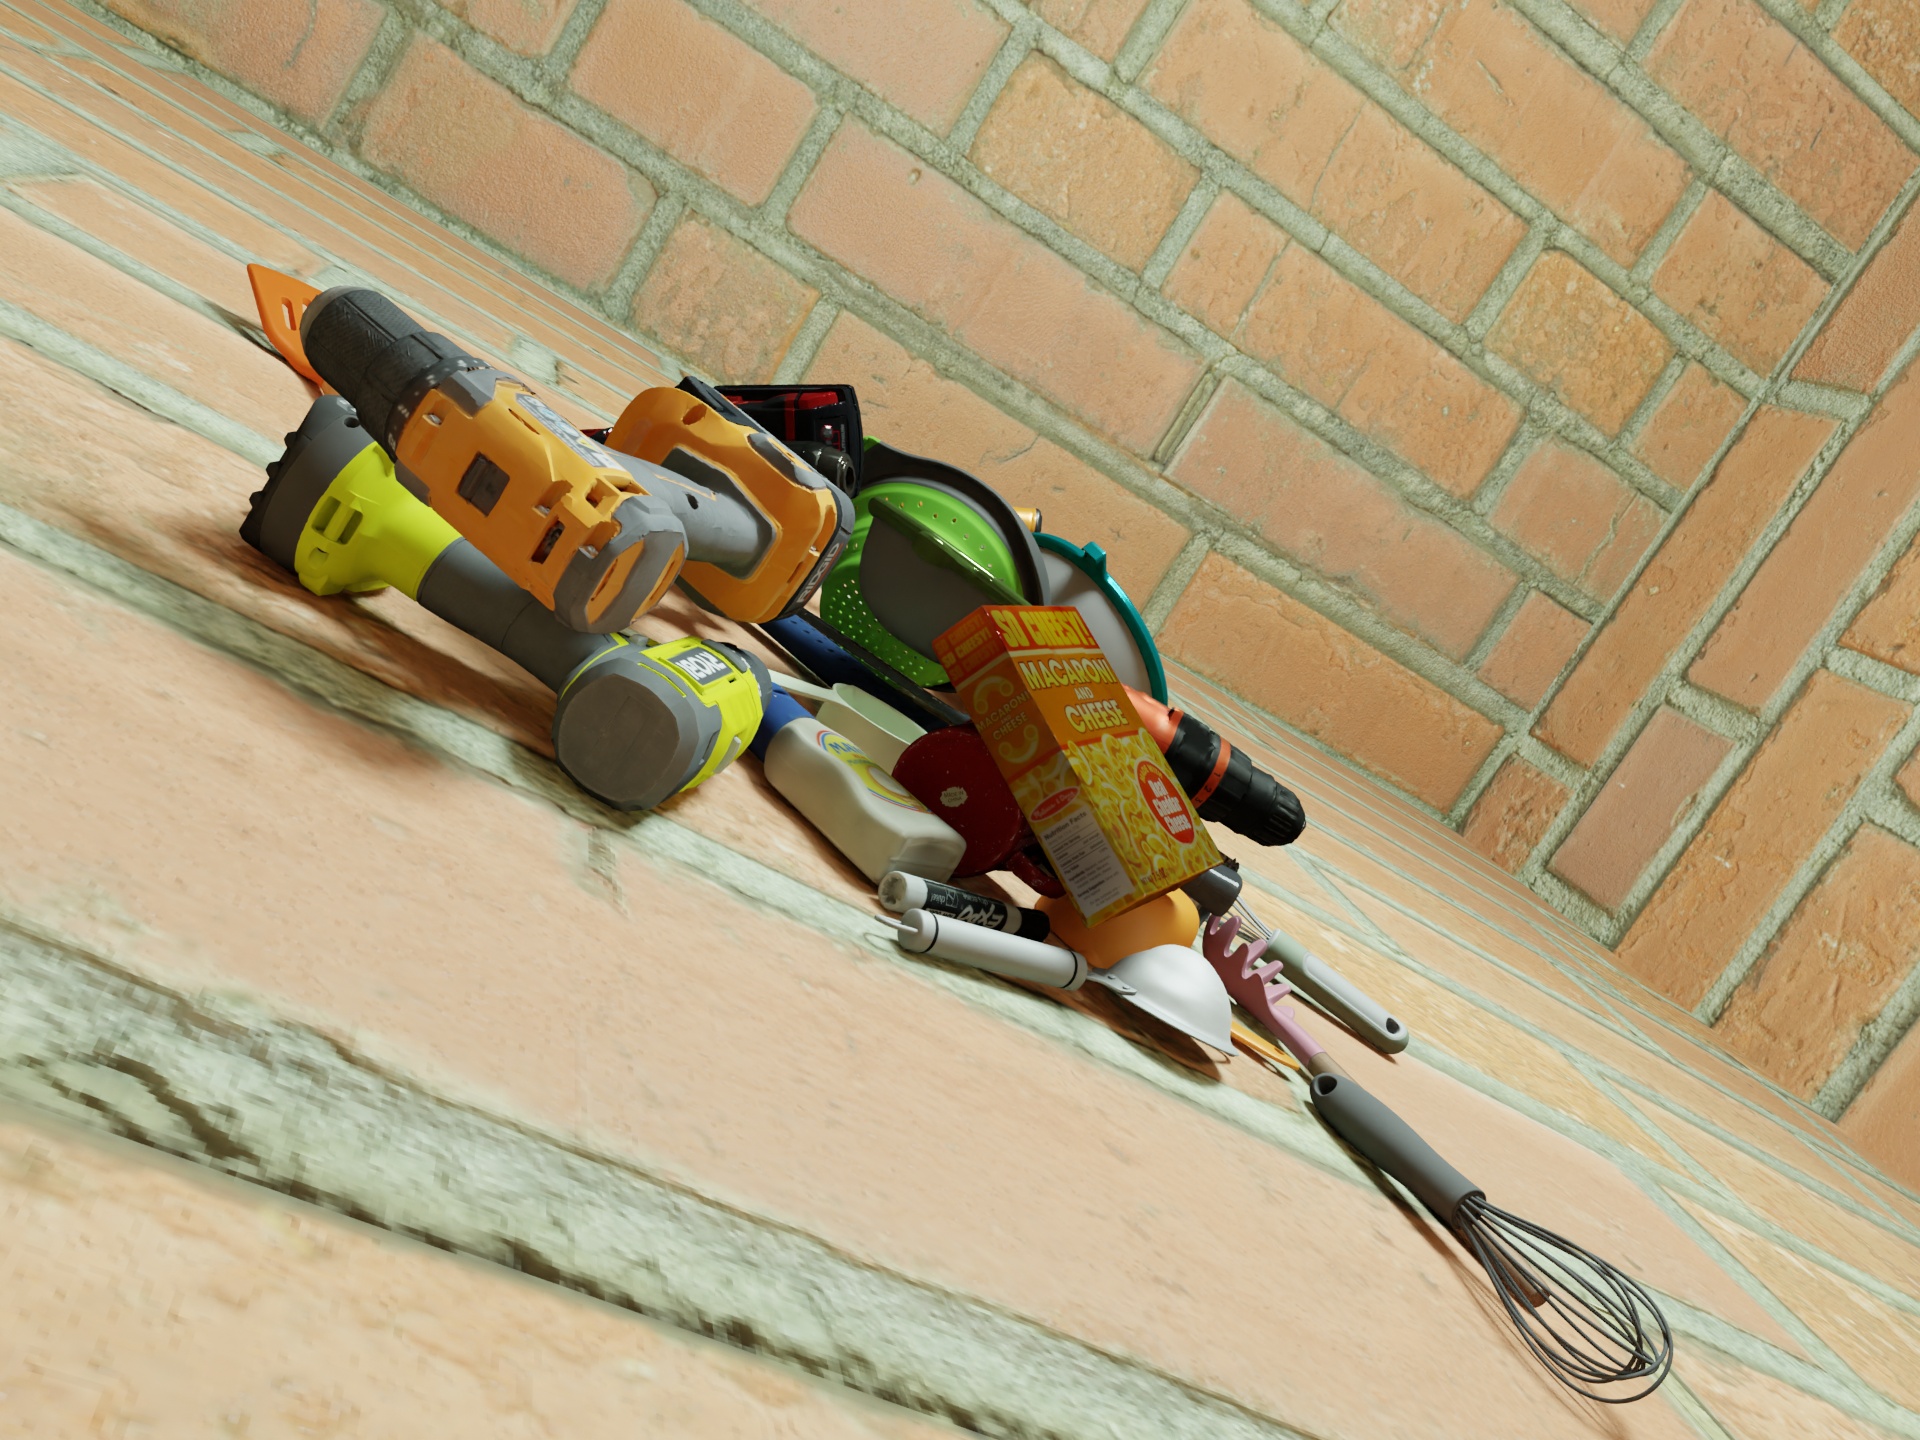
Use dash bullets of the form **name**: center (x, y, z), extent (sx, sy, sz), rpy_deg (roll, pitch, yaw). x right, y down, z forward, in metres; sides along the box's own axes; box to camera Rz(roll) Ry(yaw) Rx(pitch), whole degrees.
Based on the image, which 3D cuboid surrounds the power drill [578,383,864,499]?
- **power drill**: center (-0.131, -0.167, 1.022), extent (0.188, 0.080, 0.227), rpy_deg (3, 17, 16)

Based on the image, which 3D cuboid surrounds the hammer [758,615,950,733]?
- **hammer**: center (-0.156, -0.093, 1.170), extent (0.406, 0.035, 0.144), rpy_deg (38, 11, 30)

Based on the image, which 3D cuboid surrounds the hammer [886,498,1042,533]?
- **hammer**: center (-0.094, -0.191, 1.337), extent (0.336, 0.034, 0.127), rpy_deg (8, -20, -10)

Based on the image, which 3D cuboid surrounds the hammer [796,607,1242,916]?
- **hammer**: center (-0.002, -0.003, 0.996), extent (0.409, 0.036, 0.149), rpy_deg (34, 2, 11)

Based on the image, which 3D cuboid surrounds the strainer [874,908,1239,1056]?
- **strainer**: center (0.060, 0.123, 0.779), extent (0.258, 0.050, 0.087), rpy_deg (21, 5, -38)

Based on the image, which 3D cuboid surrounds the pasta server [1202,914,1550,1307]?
- **pasta server**: center (0.221, 0.202, 0.889), extent (0.060, 0.040, 0.317), rpy_deg (44, 2, -36)

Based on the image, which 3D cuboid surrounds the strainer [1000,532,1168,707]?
- **strainer**: center (0.036, -0.049, 1.392), extent (0.340, 0.095, 0.211), rpy_deg (7, -54, 58)

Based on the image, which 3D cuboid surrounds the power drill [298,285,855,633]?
- **power drill**: center (-0.163, -0.114, 0.701), extent (0.185, 0.084, 0.226), rpy_deg (40, 16, 13)

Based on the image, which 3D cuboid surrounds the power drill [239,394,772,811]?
- **power drill**: center (-0.192, -0.052, 0.741), extent (0.228, 0.080, 0.190), rpy_deg (36, 11, 1)

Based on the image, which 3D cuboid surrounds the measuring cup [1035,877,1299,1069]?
- **measuring cup**: center (0.128, 0.131, 0.901), extent (0.174, 0.052, 0.095), rpy_deg (32, 9, 10)

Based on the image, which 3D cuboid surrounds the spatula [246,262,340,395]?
- **spatula**: center (-0.389, -0.212, 1.011), extent (0.081, 0.041, 0.323), rpy_deg (21, 16, -44)

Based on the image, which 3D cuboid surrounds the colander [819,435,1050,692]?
- **colander**: center (0.014, -0.033, 1.233), extent (0.397, 0.204, 0.094), rpy_deg (47, 43, -8)

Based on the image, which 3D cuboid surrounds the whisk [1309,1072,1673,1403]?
- **whisk**: center (0.244, 0.239, 0.772), extent (0.055, 0.055, 0.239), rpy_deg (27, 6, -31)

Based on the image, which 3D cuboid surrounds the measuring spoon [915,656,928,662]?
- **measuring spoon**: center (-0.064, -0.062, 1.381), extent (0.128, 0.021, 0.042), rpy_deg (24, 10, 5)

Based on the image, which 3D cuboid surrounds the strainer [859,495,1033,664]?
- **strainer**: center (-0.019, -0.075, 0.982), extent (0.151, 0.069, 0.256), rpy_deg (37, 4, 4)

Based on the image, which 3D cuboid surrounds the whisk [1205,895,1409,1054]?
- **whisk**: center (0.206, 0.147, 1.094), extent (0.246, 0.059, 0.058), rpy_deg (38, 47, 5)

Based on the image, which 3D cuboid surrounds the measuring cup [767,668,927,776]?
- **measuring cup**: center (-0.084, 0.001, 0.929), extent (0.167, 0.038, 0.083), rpy_deg (21, 15, -43)
